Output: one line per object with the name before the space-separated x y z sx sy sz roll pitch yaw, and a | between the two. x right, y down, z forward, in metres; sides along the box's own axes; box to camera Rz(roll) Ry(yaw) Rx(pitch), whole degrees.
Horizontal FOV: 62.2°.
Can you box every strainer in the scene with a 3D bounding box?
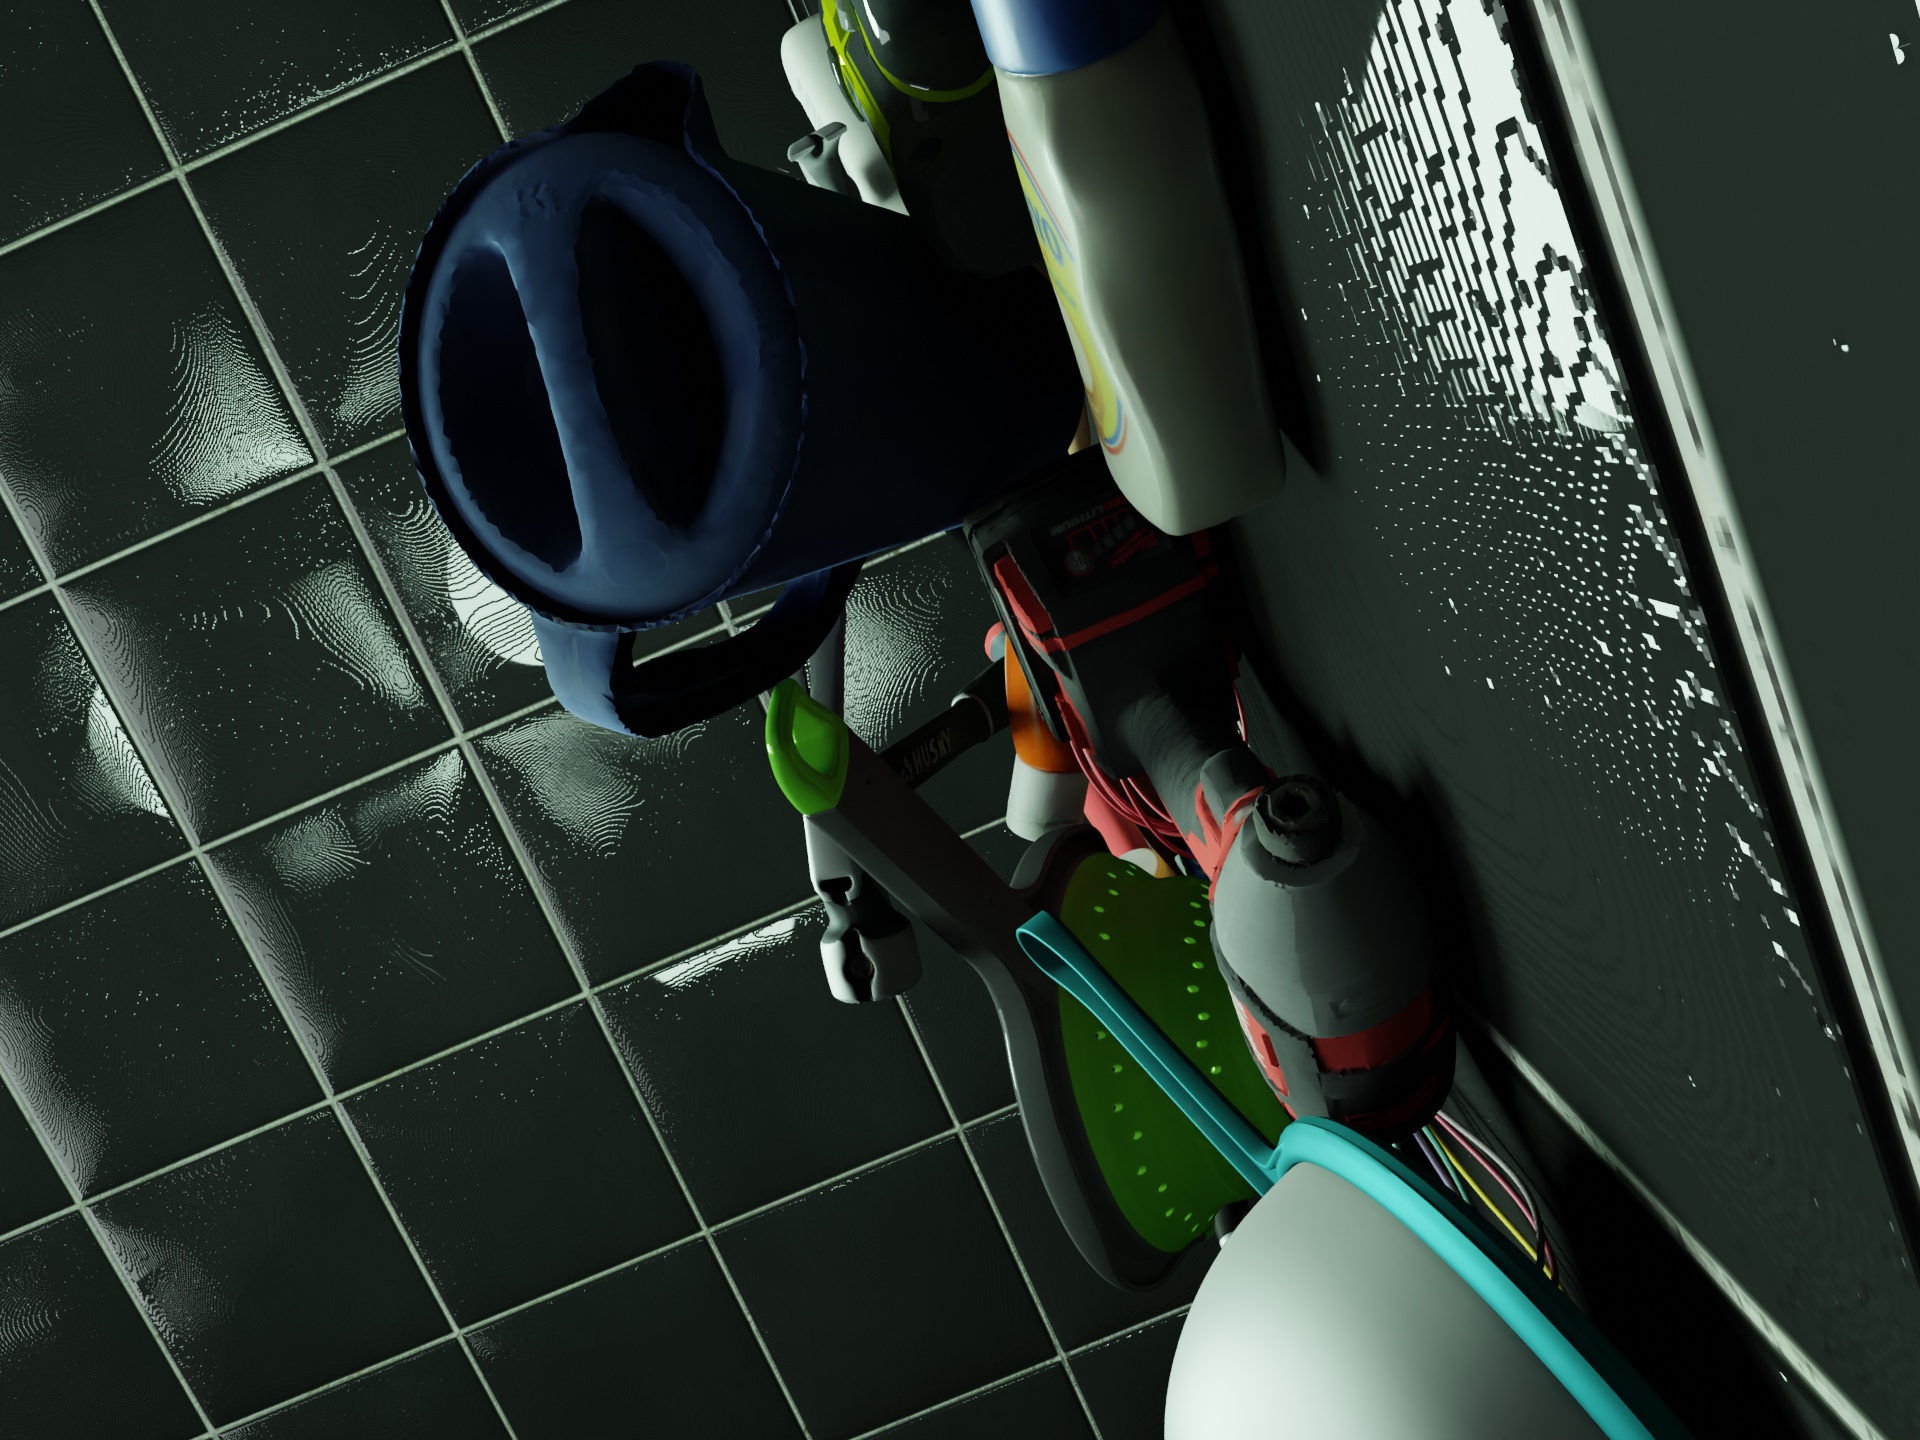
strainer | 0.084 0.178 0.434 0.341 0.095 0.210 45 164 44

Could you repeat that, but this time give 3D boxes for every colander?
colander | 0.064 0.094 0.638 0.396 0.094 0.205 48 -145 -44

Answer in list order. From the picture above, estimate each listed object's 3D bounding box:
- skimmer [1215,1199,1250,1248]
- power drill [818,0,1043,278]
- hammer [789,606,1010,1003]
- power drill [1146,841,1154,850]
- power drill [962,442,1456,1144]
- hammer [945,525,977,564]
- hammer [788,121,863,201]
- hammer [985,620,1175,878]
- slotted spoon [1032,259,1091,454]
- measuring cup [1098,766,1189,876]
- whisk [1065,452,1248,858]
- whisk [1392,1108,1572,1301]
skimmer | 0.155 0.356 0.877 0.127 0.090 0.364 25 -156 -25
power drill | -0.037 -0.252 0.435 0.223 0.080 0.171 59 -173 -50
hammer | -0.001 -0.002 0.775 0.409 0.036 0.149 -37 -64 -72
power drill | 0.126 0.050 1.198 0.164 0.084 0.226 51 -160 -79
power drill | 0.078 0.012 0.494 0.143 0.078 0.220 64 -179 -46
hammer | 0.026 -0.093 0.989 0.334 0.035 0.146 44 -156 -36
hammer | 0.010 -0.151 0.896 0.405 0.035 0.144 62 -178 2
hammer | 0.086 0.045 1.000 0.143 0.038 0.387 53 -174 -30
slotted spoon | 0.050 -0.141 0.725 0.070 0.031 0.313 62 177 32
measuring cup | 0.124 0.055 0.790 0.174 0.052 0.095 56 -171 12
whisk | 0.045 -0.080 0.647 0.073 0.073 0.296 -82 -31 -85
whisk | 0.150 0.132 0.546 0.245 0.047 0.051 -94 -10 -69
